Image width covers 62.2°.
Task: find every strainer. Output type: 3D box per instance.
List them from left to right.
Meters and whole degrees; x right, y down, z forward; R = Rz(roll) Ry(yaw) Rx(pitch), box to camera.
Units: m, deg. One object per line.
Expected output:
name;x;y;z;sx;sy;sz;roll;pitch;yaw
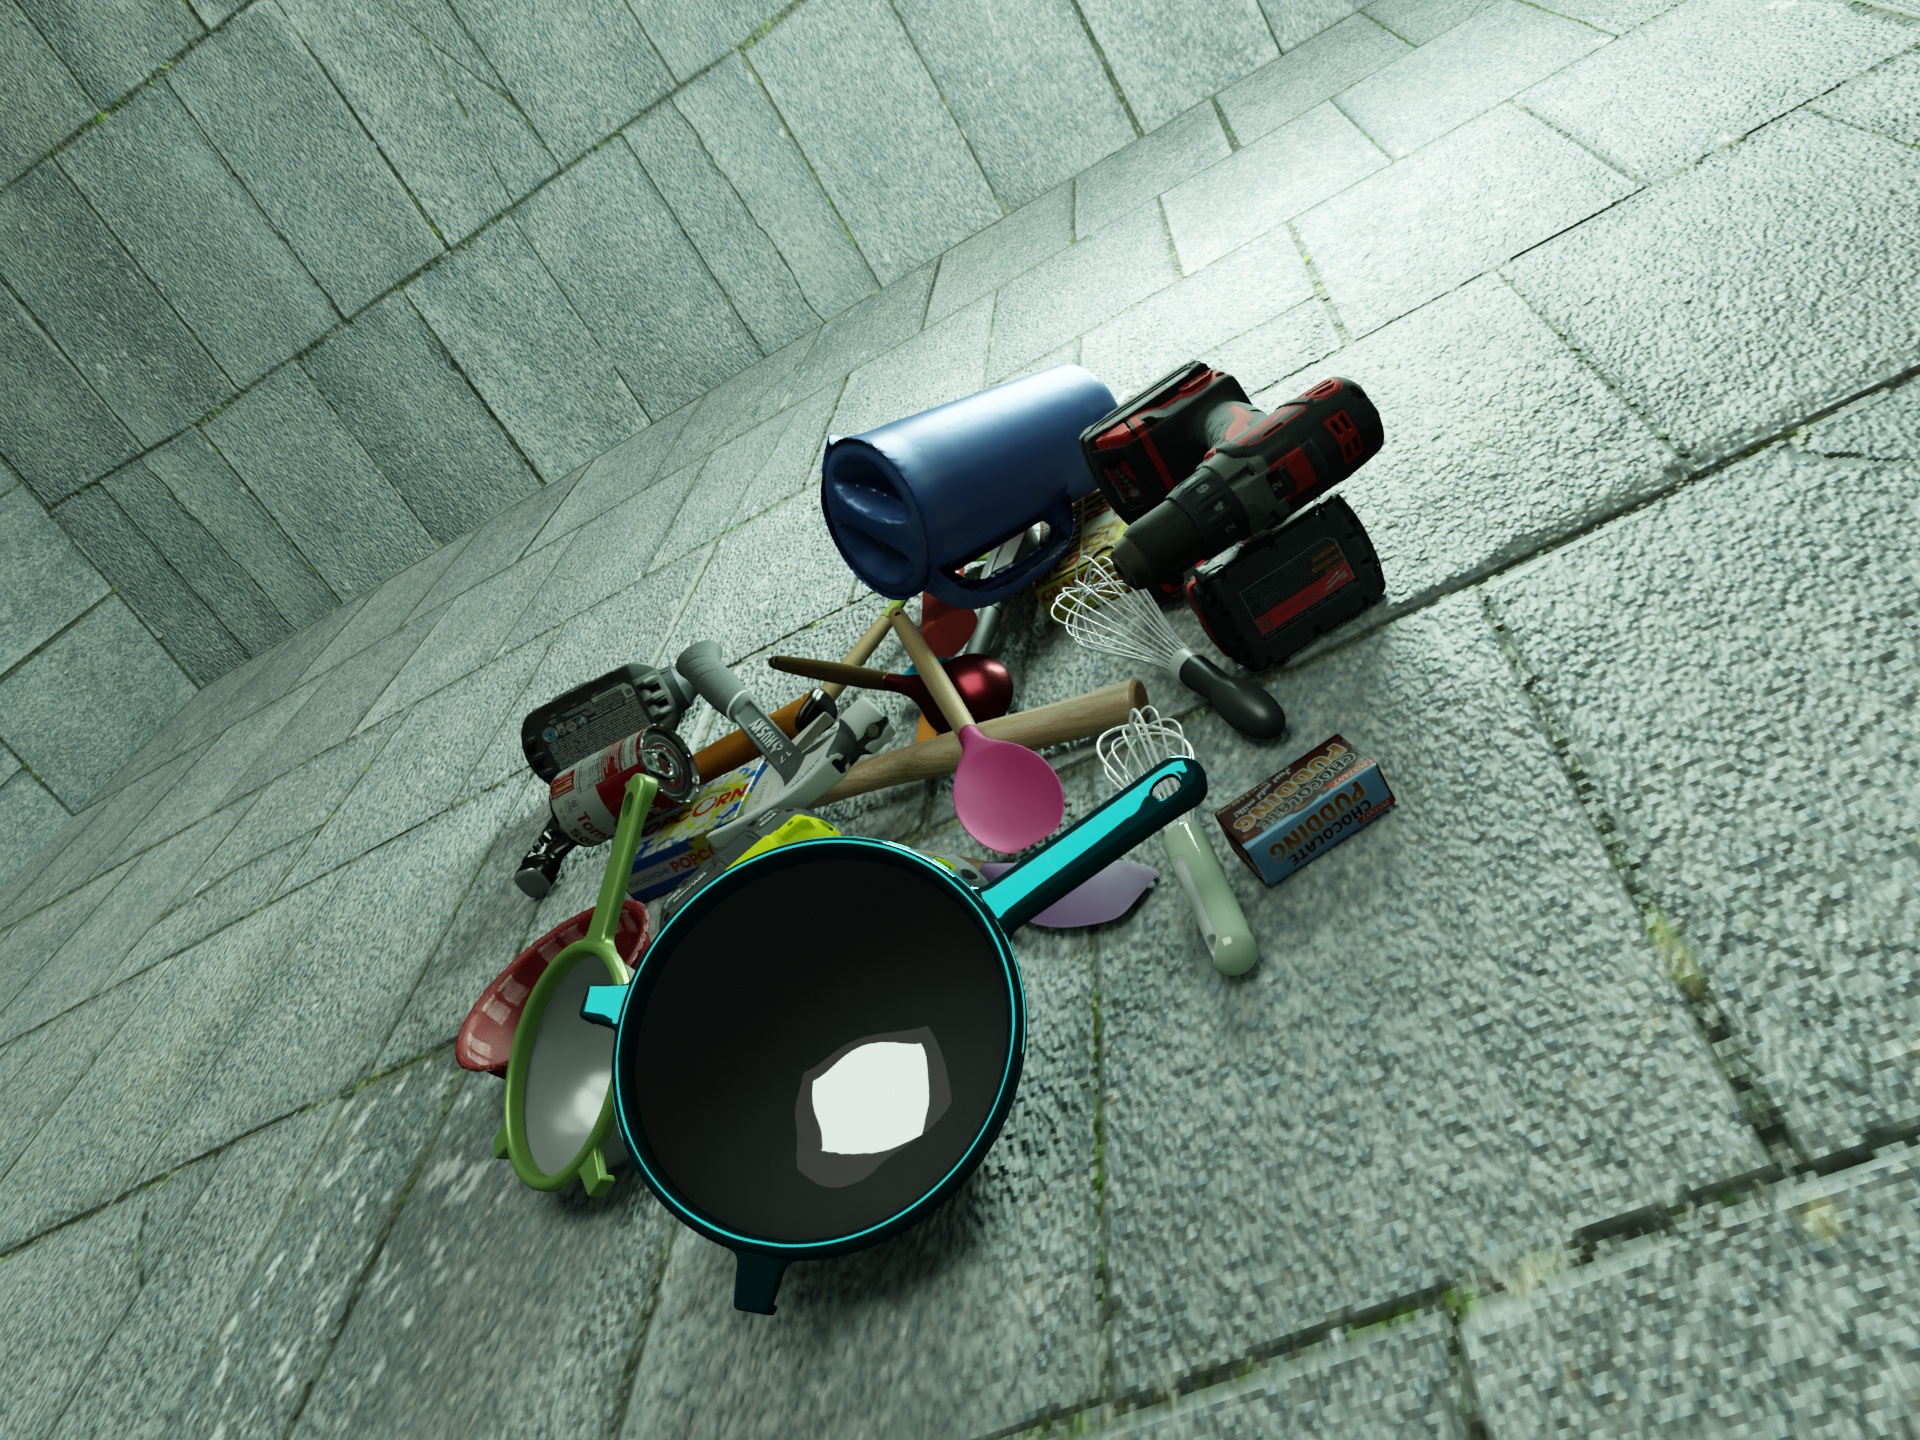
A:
strainer;-0.206;0.164;0.986;0.151;0.069;0.256;-6;68;51
strainer;-0.010;0.137;0.818;0.340;0.095;0.211;-34;59;-7
strainer;0.029;-0.093;1.314;0.086;0.050;0.259;-50;14;43

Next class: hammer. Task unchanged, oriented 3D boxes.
hammer;-0.238;0.048;1.356;0.337;0.034;0.127;-26;25;27
hammer;-0.174;-0.002;1.268;0.149;0.036;0.409;-43;25;-6
hammer;-0.018;0.024;1.139;0.331;0.031;0.130;-16;41;29
hammer;-0.021;-0.170;1.389;0.149;0.036;0.359;-19;35;16

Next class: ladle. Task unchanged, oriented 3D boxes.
ladle;-0.070;-0.034;1.286;0.316;0.031;0.069;11;71;52
ladle;-0.073;-0.060;1.390;0.078;0.062;0.320;1;48;52

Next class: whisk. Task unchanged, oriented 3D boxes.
whisk;0.138;-0.046;1.065;0.070;0.070;0.285;-36;30;-5
whisk;0.123;0.062;0.890;0.059;0.057;0.247;-3;29;-6

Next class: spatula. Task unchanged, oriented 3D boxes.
spatula;0.000;0.096;1.011;0.060;0.018;0.316;-44;26;-28

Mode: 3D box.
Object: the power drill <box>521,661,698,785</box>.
power drill;-0.318;-0.004;1.483;0.171;0.080;0.223;-28;6;-3

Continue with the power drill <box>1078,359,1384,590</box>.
power drill;0.156;-0.164;1.065;0.188;0.080;0.227;-35;21;-4

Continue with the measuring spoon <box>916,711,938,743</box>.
measuring spoon;-0.028;0.009;1.221;0.021;0.011;0.117;-25;25;18

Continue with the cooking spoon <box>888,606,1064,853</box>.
cooking spoon;-0.002;-0.004;1.111;0.069;0.017;0.319;-28;36;-2

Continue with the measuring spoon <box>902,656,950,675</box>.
measuring spoon;-0.010;-0.058;1.332;0.042;0.021;0.129;-20;18;29

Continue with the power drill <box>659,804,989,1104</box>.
power drill;-0.097;0.144;0.974;0.190;0.080;0.229;-41;27;-17

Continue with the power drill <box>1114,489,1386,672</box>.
power drill;0.200;-0.121;1.110;0.143;0.078;0.220;-32;21;1
